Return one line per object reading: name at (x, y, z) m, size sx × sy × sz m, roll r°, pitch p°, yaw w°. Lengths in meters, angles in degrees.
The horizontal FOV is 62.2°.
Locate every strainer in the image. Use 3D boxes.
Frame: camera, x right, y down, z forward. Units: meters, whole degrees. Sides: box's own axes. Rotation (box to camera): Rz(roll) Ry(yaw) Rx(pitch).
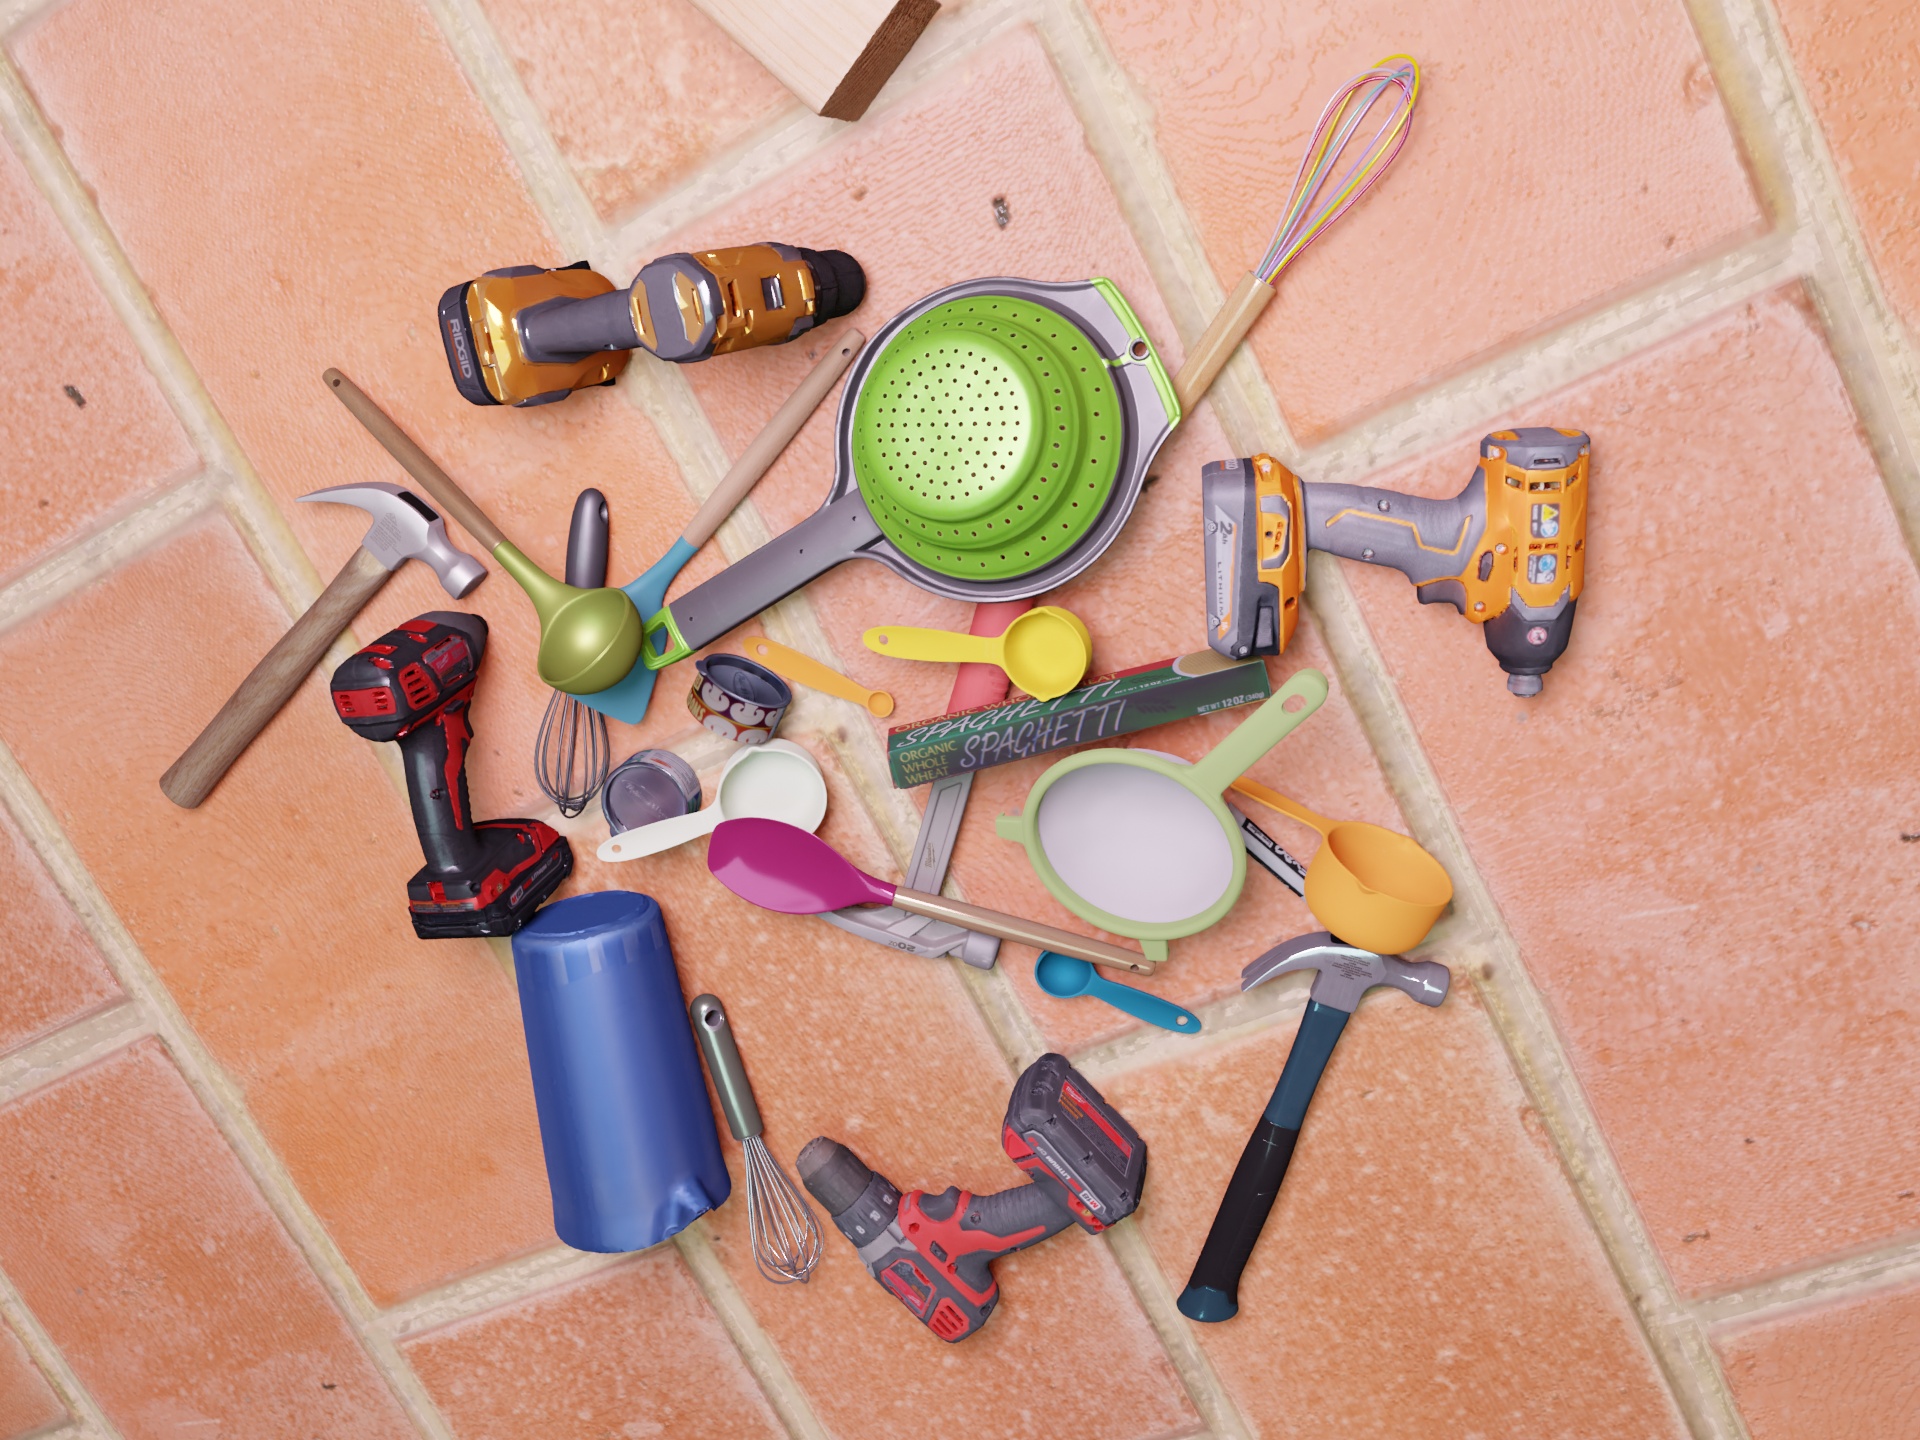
strainer at (0.149, 0.037, 1.023) m, size 0.151 × 0.069 × 0.256 m, roll 39°, pitch 128°, yaw -4°

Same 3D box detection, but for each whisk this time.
whisk at (-0.267, -0.045, 1.122) m, size 0.055 × 0.055 × 0.239 m, roll 10°, pitch 105°, yaw 9°
whisk at (-0.160, 0.322, 1.218) m, size 0.058 × 0.059 × 0.246 m, roll -22°, pitch 101°, yaw -26°
whisk at (0.193, -0.284, 0.951) m, size 0.047 × 0.051 × 0.245 m, roll 44°, pitch 117°, yaw 18°

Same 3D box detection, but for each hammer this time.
hammer at (-0.002, -0.003, 1.081) m, size 0.149 × 0.037 × 0.359 m, roll 18°, pitch 111°, yaw 6°
hammer at (0.226, 0.296, 1.131) m, size 0.128 × 0.033 × 0.331 m, roll 19°, pitch 110°, yaw 5°
hammer at (-0.494, -0.048, 1.173) m, size 0.331 × 0.031 × 0.130 m, roll -42°, pitch 96°, yaw 21°

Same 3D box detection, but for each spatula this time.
spatula at (-0.164, -0.134, 1.069) m, size 0.082 × 0.044 × 0.317 m, roll 31°, pitch 112°, yaw -28°

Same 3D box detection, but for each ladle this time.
ladle at (-0.329, -0.136, 1.063) m, size 0.320 × 0.062 × 0.078 m, roll 44°, pitch 88°, yaw 12°

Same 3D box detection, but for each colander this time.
colander at (-0.062, -0.136, 0.987) m, size 0.397 × 0.094 × 0.204 m, roll -29°, pitch 84°, yaw 17°

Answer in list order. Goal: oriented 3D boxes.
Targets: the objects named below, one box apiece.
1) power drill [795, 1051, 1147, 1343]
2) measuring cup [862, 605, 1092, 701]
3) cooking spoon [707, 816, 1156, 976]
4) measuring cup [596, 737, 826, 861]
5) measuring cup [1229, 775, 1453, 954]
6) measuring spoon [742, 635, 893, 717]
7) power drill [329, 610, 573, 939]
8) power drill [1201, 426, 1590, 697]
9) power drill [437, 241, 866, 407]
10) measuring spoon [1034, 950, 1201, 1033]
power drill at (0.004, 0.340, 1.172) m, size 0.188 × 0.080 × 0.226 m, roll 46°, pitch 114°, yaw -5°
measuring cup at (0.011, -0.050, 1.035) m, size 0.156 × 0.029 × 0.062 m, roll 6°, pitch 110°, yaw 23°
cooking spoon at (-0.021, 0.128, 1.097) m, size 0.319 × 0.017 × 0.068 m, roll 15°, pitch 111°, yaw 3°
measuring cup at (-0.175, 0.063, 1.120) m, size 0.167 × 0.038 × 0.083 m, roll -18°, pitch 110°, yaw 3°
measuring cup at (0.234, 0.092, 1.048) m, size 0.174 × 0.095 × 0.052 m, roll 30°, pitch 119°, yaw 21°
measuring spoon at (-0.099, -0.032, 1.108) m, size 0.117 × 0.011 × 0.021 m, roll 24°, pitch 111°, yaw 7°
power drill at (-0.353, 0.033, 1.119) m, size 0.078 × 0.143 × 0.219 m, roll -4°, pitch 113°, yaw 18°
power drill at (0.264, -0.090, 0.974) m, size 0.226 × 0.084 × 0.164 m, roll -2°, pitch 108°, yaw 9°
power drill at (-0.184, -0.254, 0.988) m, size 0.226 × 0.185 × 0.084 m, roll 0°, pitch 109°, yaw 32°
measuring spoon at (0.113, 0.192, 1.134) m, size 0.128 × 0.021 × 0.042 m, roll 24°, pitch 110°, yaw -6°
